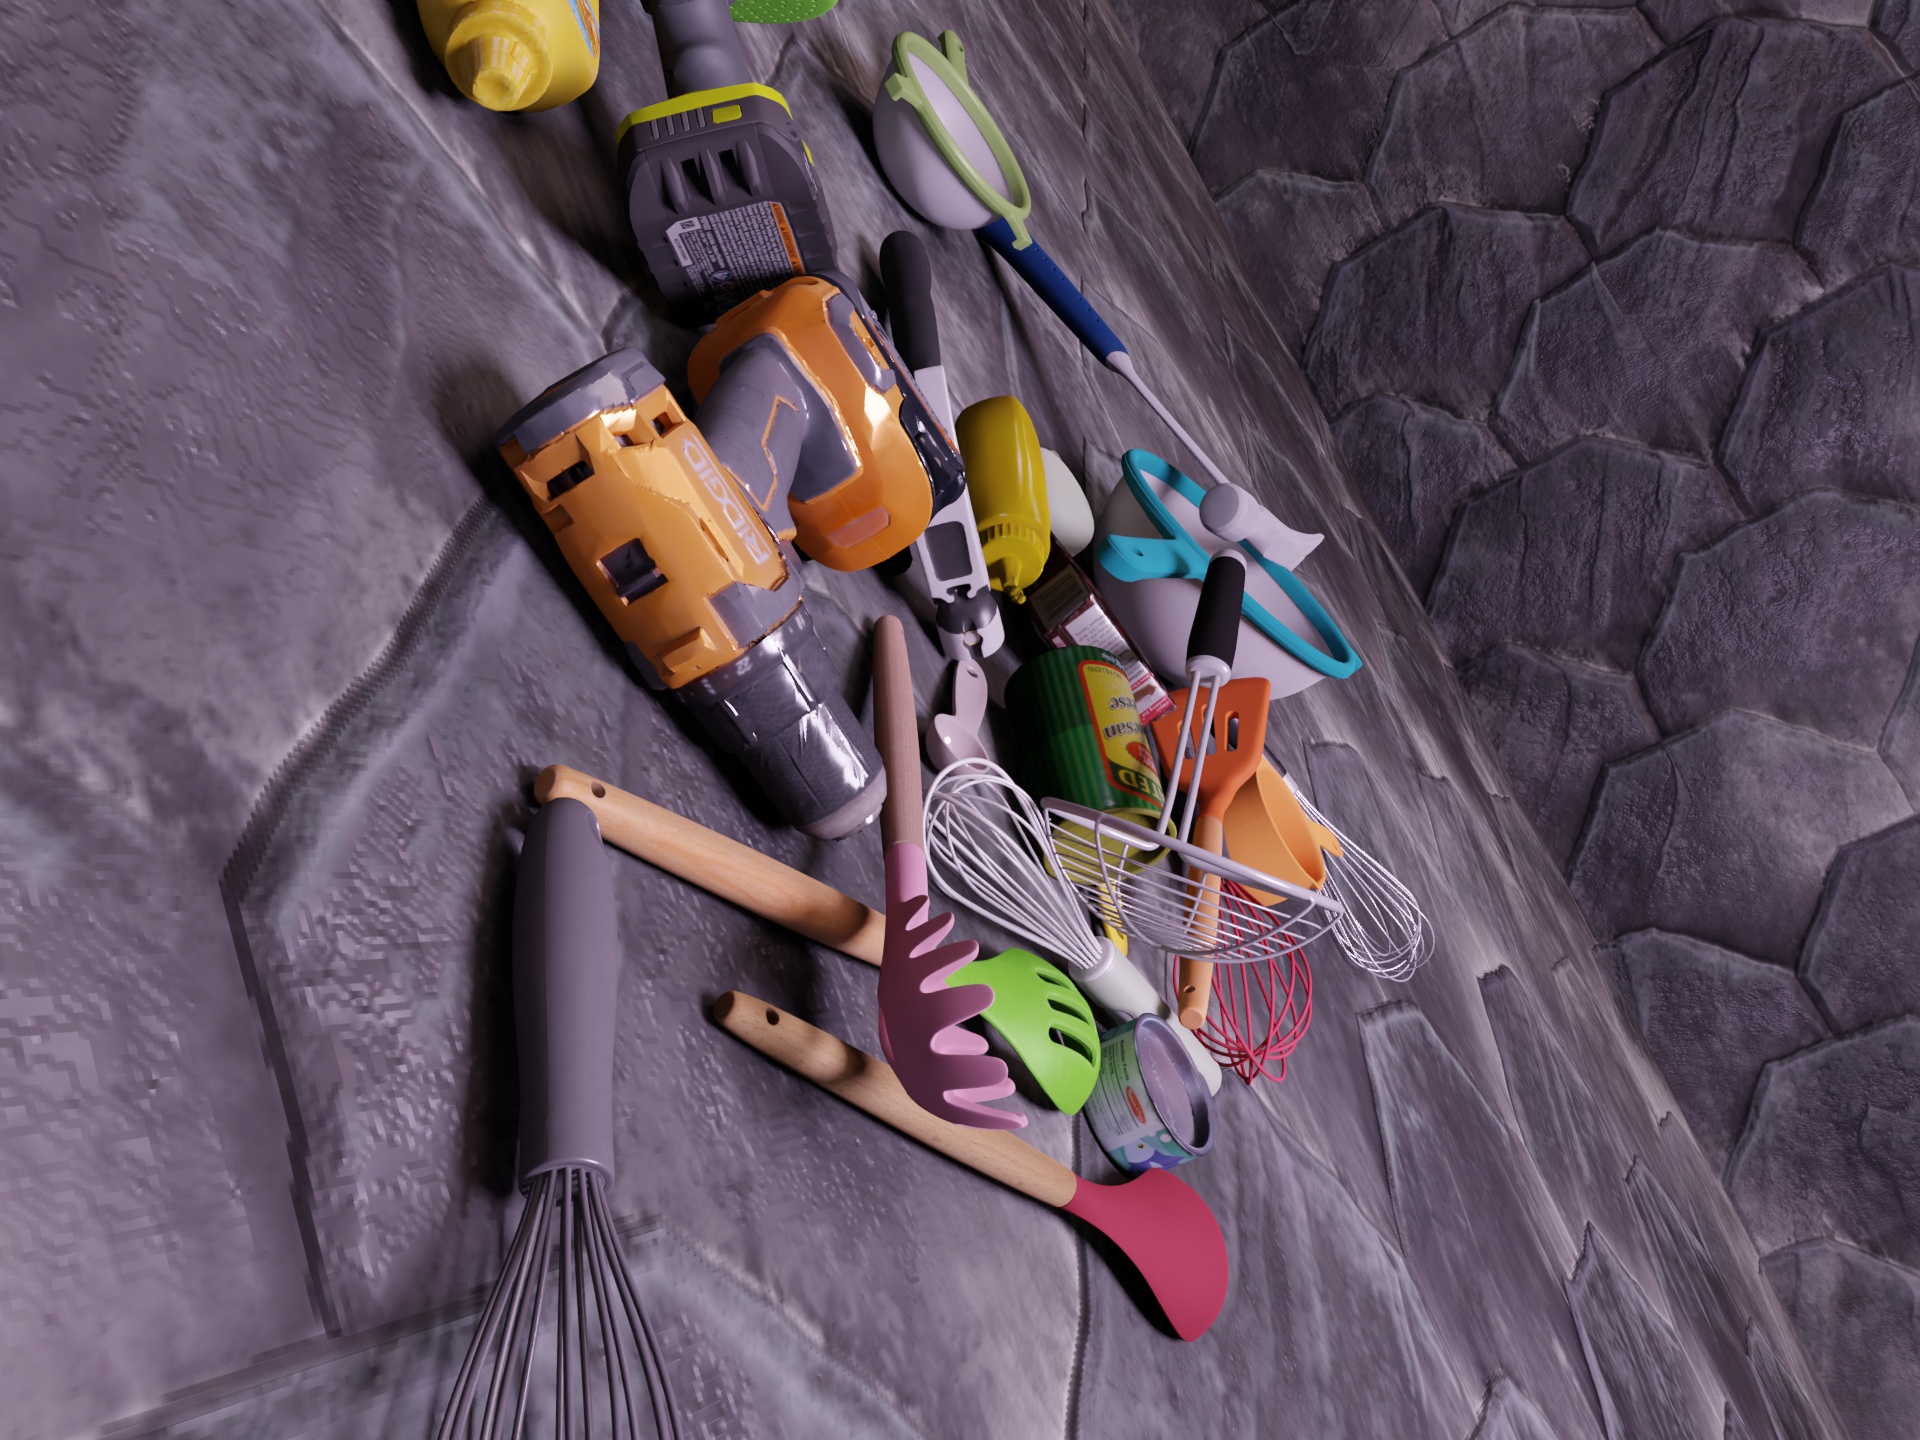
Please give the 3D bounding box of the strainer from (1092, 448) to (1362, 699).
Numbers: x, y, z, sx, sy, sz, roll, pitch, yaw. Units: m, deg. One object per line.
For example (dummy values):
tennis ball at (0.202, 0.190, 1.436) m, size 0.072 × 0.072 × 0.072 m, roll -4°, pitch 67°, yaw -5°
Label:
strainer at (0.133, -0.075, 1.020) m, size 0.211 × 0.095 × 0.340 m, roll 49°, pitch 22°, yaw 14°

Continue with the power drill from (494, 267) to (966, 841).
power drill at (-0.066, -0.072, 0.621) m, size 0.185 × 0.084 × 0.226 m, roll 57°, pitch 26°, yaw -15°

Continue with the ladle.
ladle at (0.022, 0.164, 0.590) m, size 0.315 × 0.031 × 0.069 m, roll 39°, pitch 36°, yaw -39°

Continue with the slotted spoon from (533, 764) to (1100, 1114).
slotted spoon at (-0.031, 0.081, 0.577) m, size 0.313 × 0.031 × 0.070 m, roll 34°, pitch 34°, yaw -45°

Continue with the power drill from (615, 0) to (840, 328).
power drill at (-0.118, -0.301, 0.683) m, size 0.171 × 0.080 × 0.223 m, roll 72°, pitch 4°, yaw -79°

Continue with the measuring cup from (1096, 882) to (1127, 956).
measuring cup at (0.086, 0.065, 0.839) m, size 0.062 × 0.029 × 0.157 m, roll 48°, pitch 23°, yaw -28°

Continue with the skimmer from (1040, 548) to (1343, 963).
skimmer at (0.121, -0.014, 0.750) m, size 0.127 × 0.090 × 0.363 m, roll 20°, pitch 36°, yaw 2°

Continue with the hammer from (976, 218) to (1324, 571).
hammer at (0.124, -0.253, 1.165) m, size 0.144 × 0.035 × 0.406 m, roll 18°, pitch 32°, yaw -50°

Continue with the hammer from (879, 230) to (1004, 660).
hammer at (-0.022, -0.188, 0.866) m, size 0.335 × 0.035 × 0.146 m, roll -98°, pitch 174°, yaw -50°

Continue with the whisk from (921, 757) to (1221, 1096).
whisk at (0.055, 0.104, 0.718) m, size 0.246 × 0.058 × 0.059 m, roll 50°, pitch 59°, yaw -33°

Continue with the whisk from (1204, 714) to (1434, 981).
whisk at (0.253, 0.074, 1.166) m, size 0.284 × 0.070 × 0.070 m, roll 53°, pitch 23°, yaw -7°

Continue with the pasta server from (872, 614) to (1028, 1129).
pasta server at (-0.015, 0.035, 0.600) m, size 0.316 × 0.040 × 0.060 m, roll -98°, pitch 175°, yaw -59°

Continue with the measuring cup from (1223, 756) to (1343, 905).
measuring cup at (0.212, 0.084, 1.064) m, size 0.173 × 0.052 × 0.095 m, roll 22°, pitch 43°, yaw -60°

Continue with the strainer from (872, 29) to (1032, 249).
strainer at (-0.022, -0.439, 1.167) m, size 0.151 × 0.069 × 0.257 m, roll 42°, pitch 28°, yaw -33°

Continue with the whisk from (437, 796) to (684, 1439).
whisk at (-0.096, 0.108, 0.380) m, size 0.055 × 0.055 × 0.239 m, roll 41°, pitch 25°, yaw -40°

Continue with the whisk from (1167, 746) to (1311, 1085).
whisk at (0.148, 0.097, 0.908) m, size 0.073 × 0.073 × 0.296 m, roll 50°, pitch 18°, yaw -24°

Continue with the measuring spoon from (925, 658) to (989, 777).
measuring spoon at (-0.001, -0.002, 0.762) m, size 0.034 × 0.018 × 0.124 m, roll 42°, pitch 20°, yaw -13°

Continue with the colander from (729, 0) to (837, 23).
colander at (-0.172, -0.441, 0.810) m, size 0.397 × 0.205 × 0.094 m, roll -4°, pitch 101°, yaw -49°

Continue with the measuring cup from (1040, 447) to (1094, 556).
measuring cup at (0.064, -0.157, 1.048) m, size 0.083 × 0.038 × 0.168 m, roll 54°, pitch 25°, yaw -15°

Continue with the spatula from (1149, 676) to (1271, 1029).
spatula at (0.132, 0.062, 0.868) m, size 0.323 × 0.081 × 0.041 m, roll -67°, pitch 143°, yaw -63°
